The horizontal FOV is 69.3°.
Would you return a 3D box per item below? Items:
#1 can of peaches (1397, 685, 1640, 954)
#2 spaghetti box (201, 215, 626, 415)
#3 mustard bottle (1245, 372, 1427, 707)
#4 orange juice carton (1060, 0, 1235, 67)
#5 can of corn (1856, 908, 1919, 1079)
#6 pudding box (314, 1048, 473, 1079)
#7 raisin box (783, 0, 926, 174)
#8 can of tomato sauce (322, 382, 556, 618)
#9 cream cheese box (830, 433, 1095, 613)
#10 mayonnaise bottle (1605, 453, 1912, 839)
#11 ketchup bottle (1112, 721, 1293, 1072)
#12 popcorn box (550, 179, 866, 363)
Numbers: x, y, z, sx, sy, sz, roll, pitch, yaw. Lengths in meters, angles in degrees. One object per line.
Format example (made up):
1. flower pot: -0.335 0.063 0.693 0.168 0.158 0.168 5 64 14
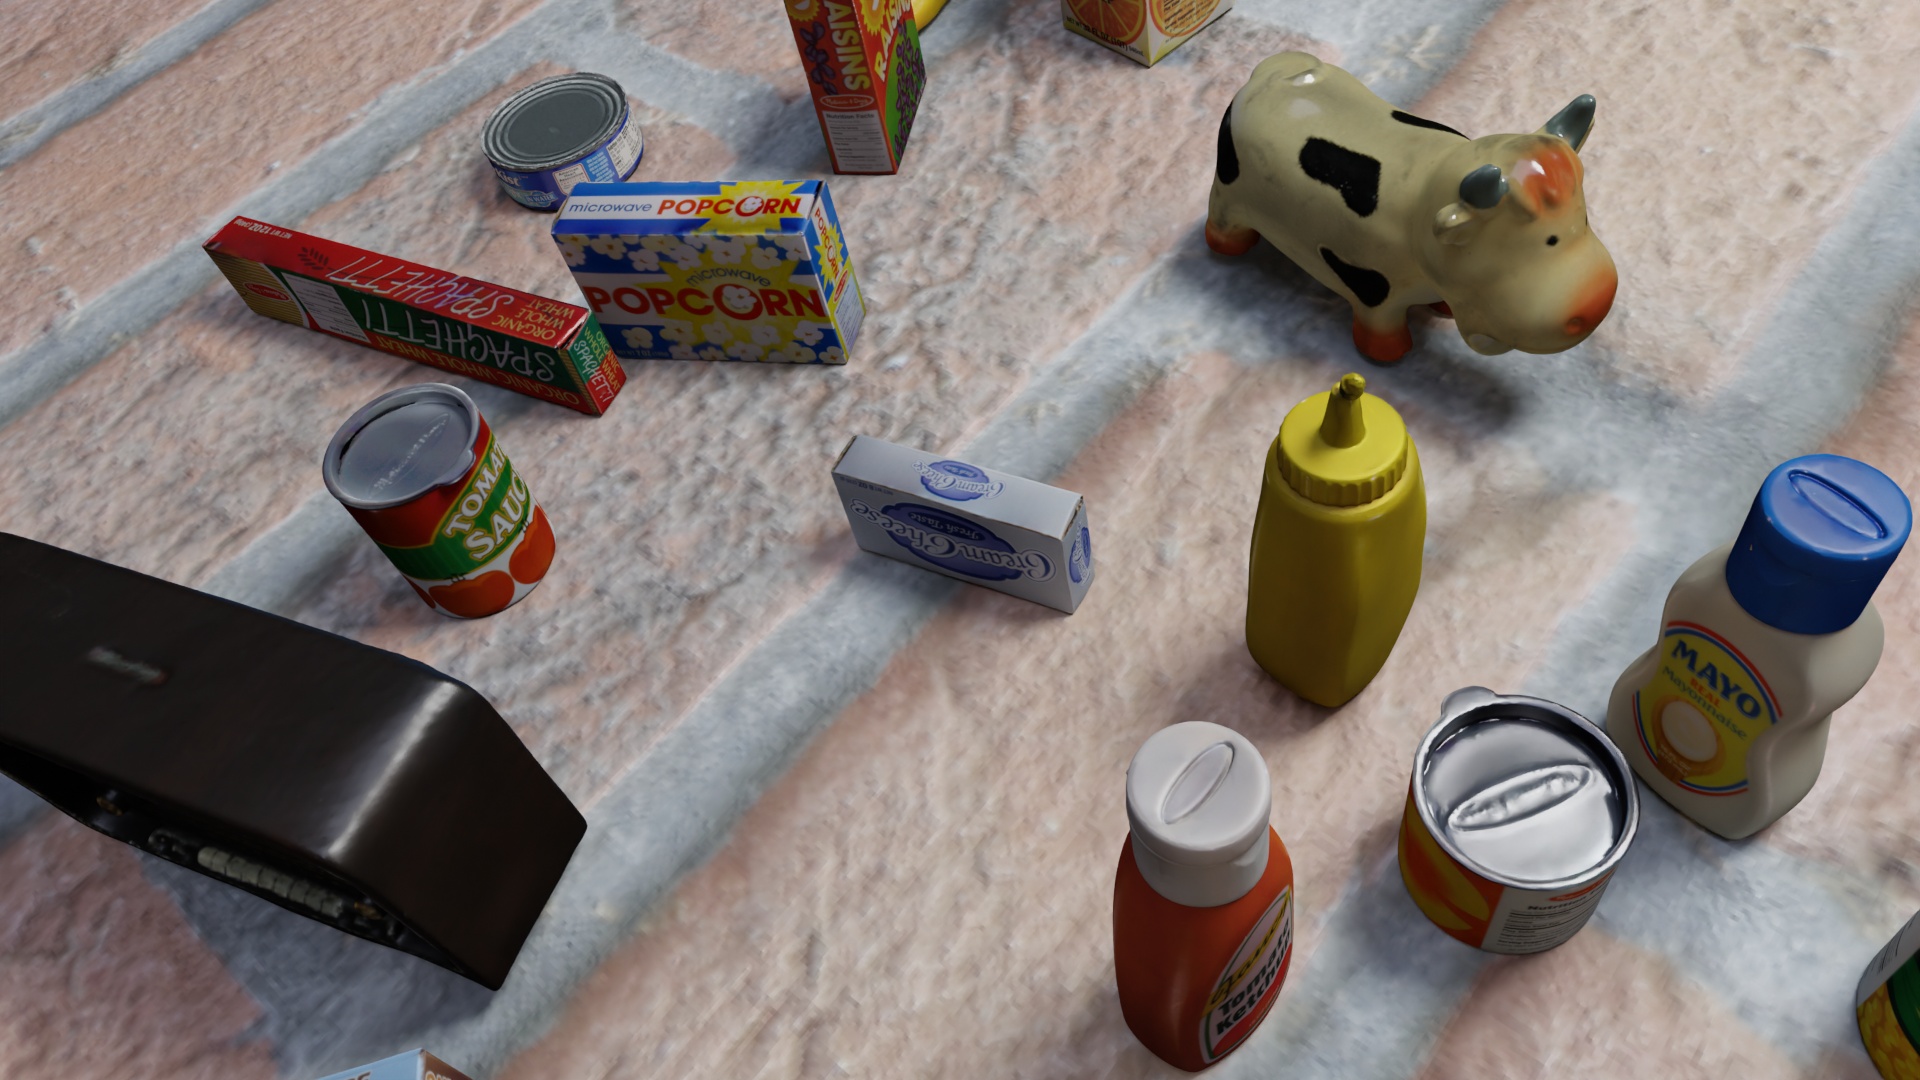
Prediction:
1. can of peaches: 0.177 0.091 0.450 0.071 0.057 0.071 -6 52 8
2. spaghetti box: -0.280 -0.116 0.707 0.250 0.050 0.029 17 59 23
3. mustard bottle: 0.127 -0.005 0.468 0.049 0.159 0.065 29 64 29
4. orange juice carton: 0.092 -0.356 0.722 0.073 0.191 0.072 -40 56 -18
5. can of corn: 0.300 0.134 0.391 0.071 0.058 0.071 -6 52 8
6. pudding box: -0.203 0.197 0.453 0.084 0.049 0.030 -16 52 -1
7. raisin box: -0.053 -0.267 0.728 0.040 0.122 0.086 4 54 15
8. can of tomato sauce: -0.219 -0.015 0.596 0.071 0.082 0.071 -6 53 8
9. cream cheese box: 0.002 -0.007 0.563 0.104 0.053 0.024 16 59 23
10. mayonnaise bottle: 0.242 0.034 0.422 0.041 0.147 0.065 -31 54 -12
11. ketchup bottle: 0.070 0.104 0.404 0.043 0.148 0.065 31 65 30
12. popcorn box: -0.117 -0.127 0.658 0.127 0.084 0.038 3 54 14
